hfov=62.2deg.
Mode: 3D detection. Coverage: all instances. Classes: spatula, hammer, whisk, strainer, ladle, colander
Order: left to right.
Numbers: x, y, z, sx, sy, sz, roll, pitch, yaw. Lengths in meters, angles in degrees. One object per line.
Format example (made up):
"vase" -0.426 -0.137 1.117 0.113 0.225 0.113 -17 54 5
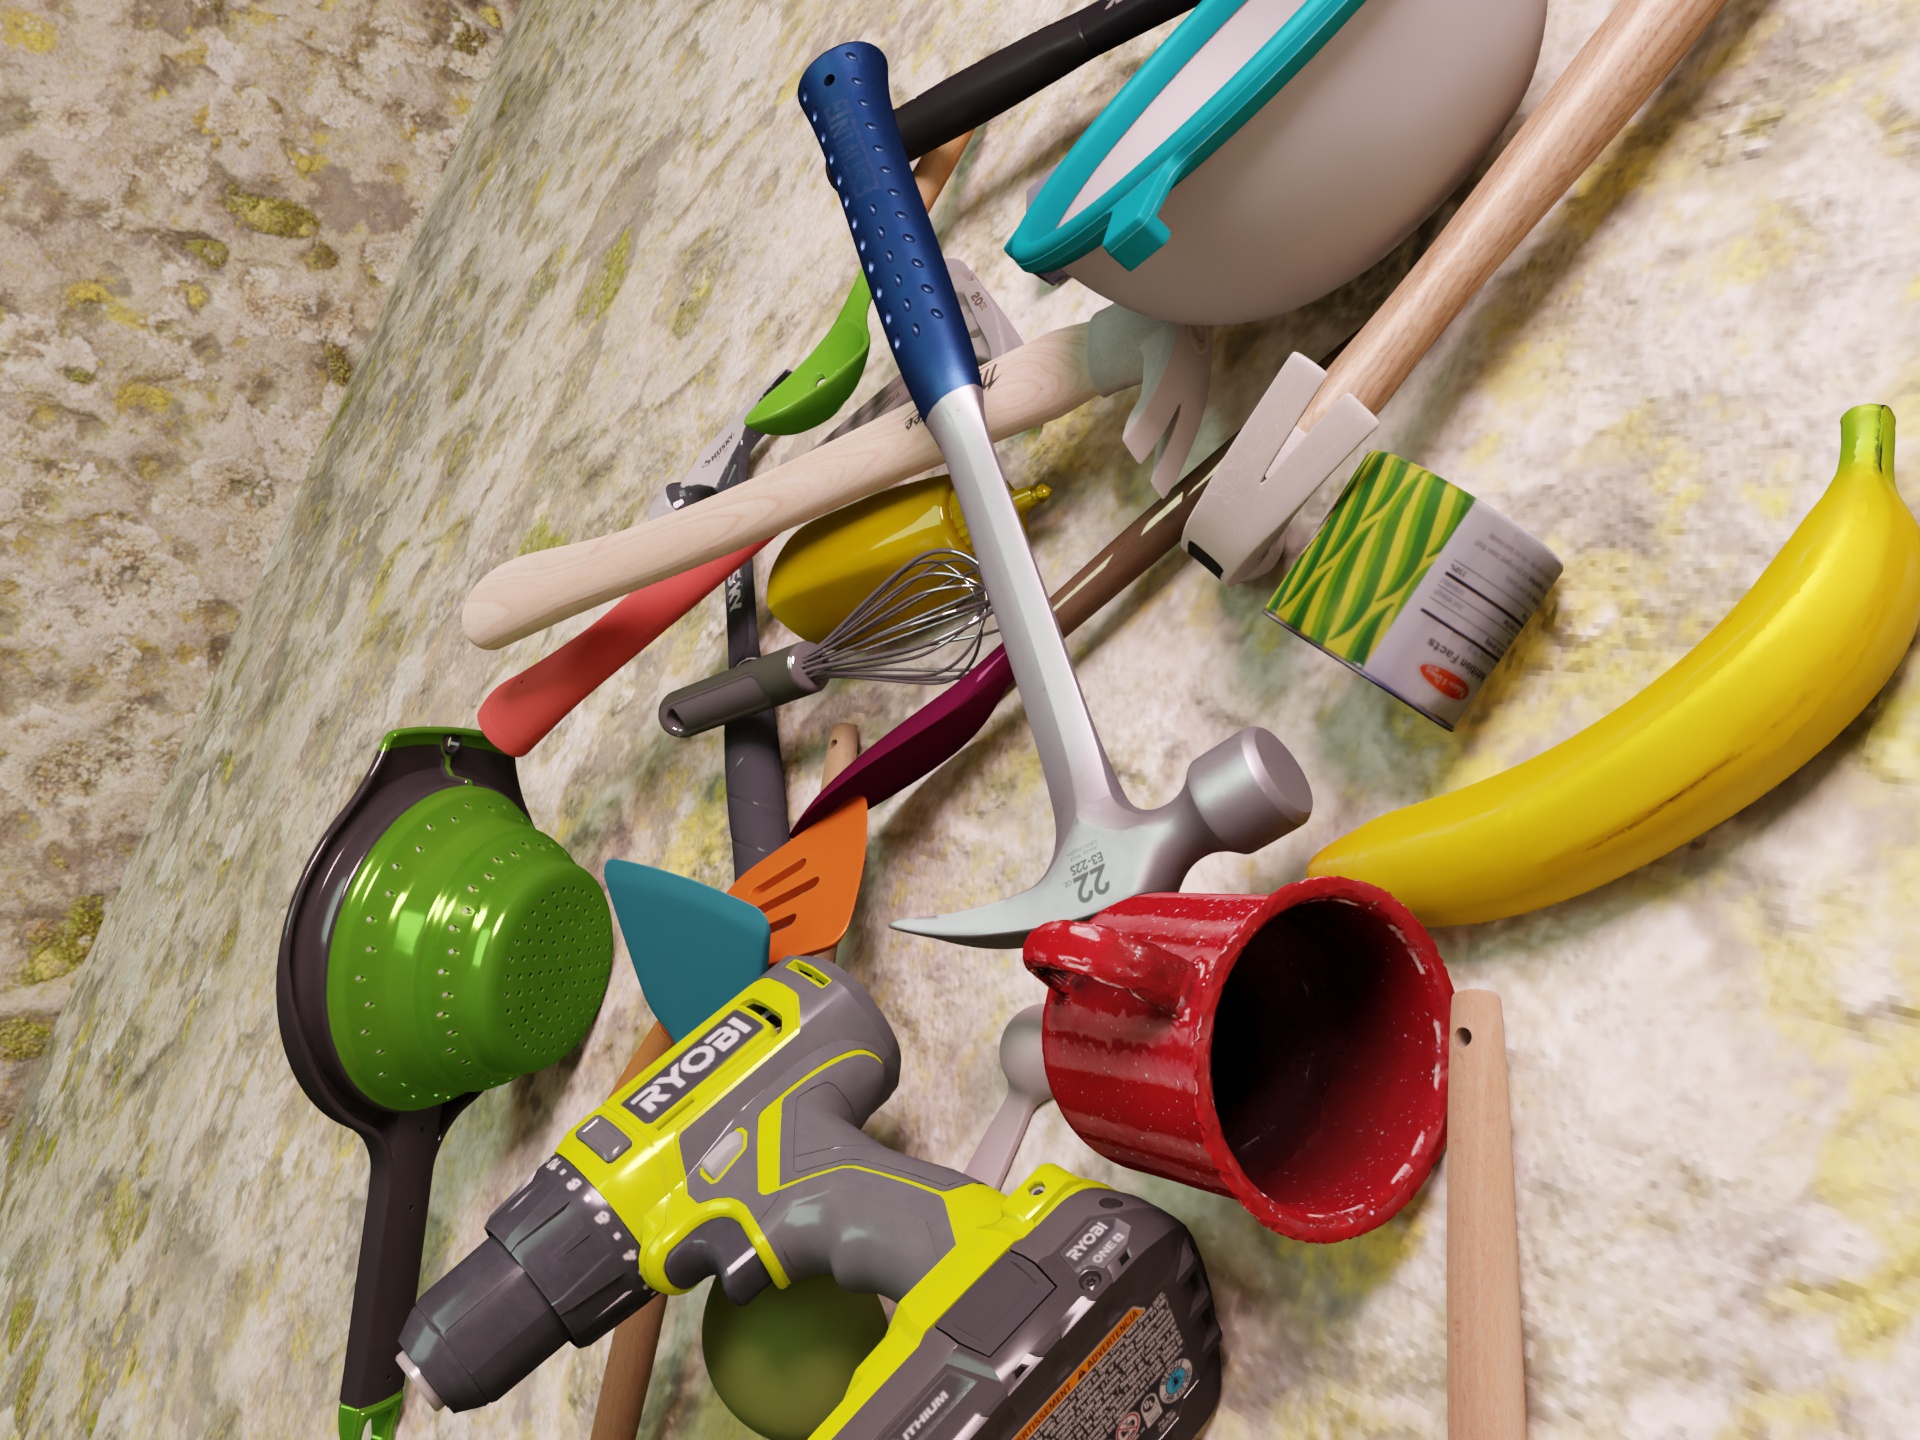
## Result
"colander" -0.261 0.205 0.842 0.094 0.204 0.397 7 90 22
"spatula" -0.131 0.215 0.639 0.082 0.044 0.317 14 94 27
"spatula" -0.128 0.153 0.711 0.322 0.041 0.081 -56 19 36
"hammer" -0.115 -0.090 0.825 0.359 0.036 0.149 -37 38 15
"hammer" -0.112 -0.036 0.853 0.149 0.036 0.409 -43 38 28
"hammer" -0.078 -0.096 0.713 0.410 0.038 0.146 -18 42 30
"whisk" -0.064 -0.026 0.728 0.246 0.057 0.059 -17 18 44
"ladle" -0.055 0.129 0.658 0.078 0.062 0.320 -32 37 33
"hammer" -0.005 -0.106 0.593 0.144 0.035 0.406 -34 57 27
"hammer" 0.052 -0.320 0.760 0.335 0.035 0.146 -9 52 44
"strainer" 0.166 -0.252 0.541 0.340 0.095 0.211 -46 17 6
"spatula" 0.121 0.214 0.355 0.060 0.018 0.316 -21 53 45
"hammer" 0.182 -0.176 0.488 0.331 0.031 0.130 -51 -7 9

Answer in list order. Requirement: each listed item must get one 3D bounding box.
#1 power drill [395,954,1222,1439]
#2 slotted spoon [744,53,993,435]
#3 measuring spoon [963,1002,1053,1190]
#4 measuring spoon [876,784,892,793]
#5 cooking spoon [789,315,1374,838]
"power drill" -0.055 0.176 0.490 0.190 0.080 0.229 -38 34 -28
"slotted spoon" -0.033 -0.258 0.843 0.070 0.031 0.314 -11 45 44
"measuring spoon" 0.005 0.156 0.563 0.034 0.018 0.124 28 92 58
"measuring spoon" -0.001 -0.002 0.694 0.117 0.011 0.021 -40 37 28
"cooking spoon" 0.044 -0.046 0.624 0.319 0.068 0.017 -40 73 24
